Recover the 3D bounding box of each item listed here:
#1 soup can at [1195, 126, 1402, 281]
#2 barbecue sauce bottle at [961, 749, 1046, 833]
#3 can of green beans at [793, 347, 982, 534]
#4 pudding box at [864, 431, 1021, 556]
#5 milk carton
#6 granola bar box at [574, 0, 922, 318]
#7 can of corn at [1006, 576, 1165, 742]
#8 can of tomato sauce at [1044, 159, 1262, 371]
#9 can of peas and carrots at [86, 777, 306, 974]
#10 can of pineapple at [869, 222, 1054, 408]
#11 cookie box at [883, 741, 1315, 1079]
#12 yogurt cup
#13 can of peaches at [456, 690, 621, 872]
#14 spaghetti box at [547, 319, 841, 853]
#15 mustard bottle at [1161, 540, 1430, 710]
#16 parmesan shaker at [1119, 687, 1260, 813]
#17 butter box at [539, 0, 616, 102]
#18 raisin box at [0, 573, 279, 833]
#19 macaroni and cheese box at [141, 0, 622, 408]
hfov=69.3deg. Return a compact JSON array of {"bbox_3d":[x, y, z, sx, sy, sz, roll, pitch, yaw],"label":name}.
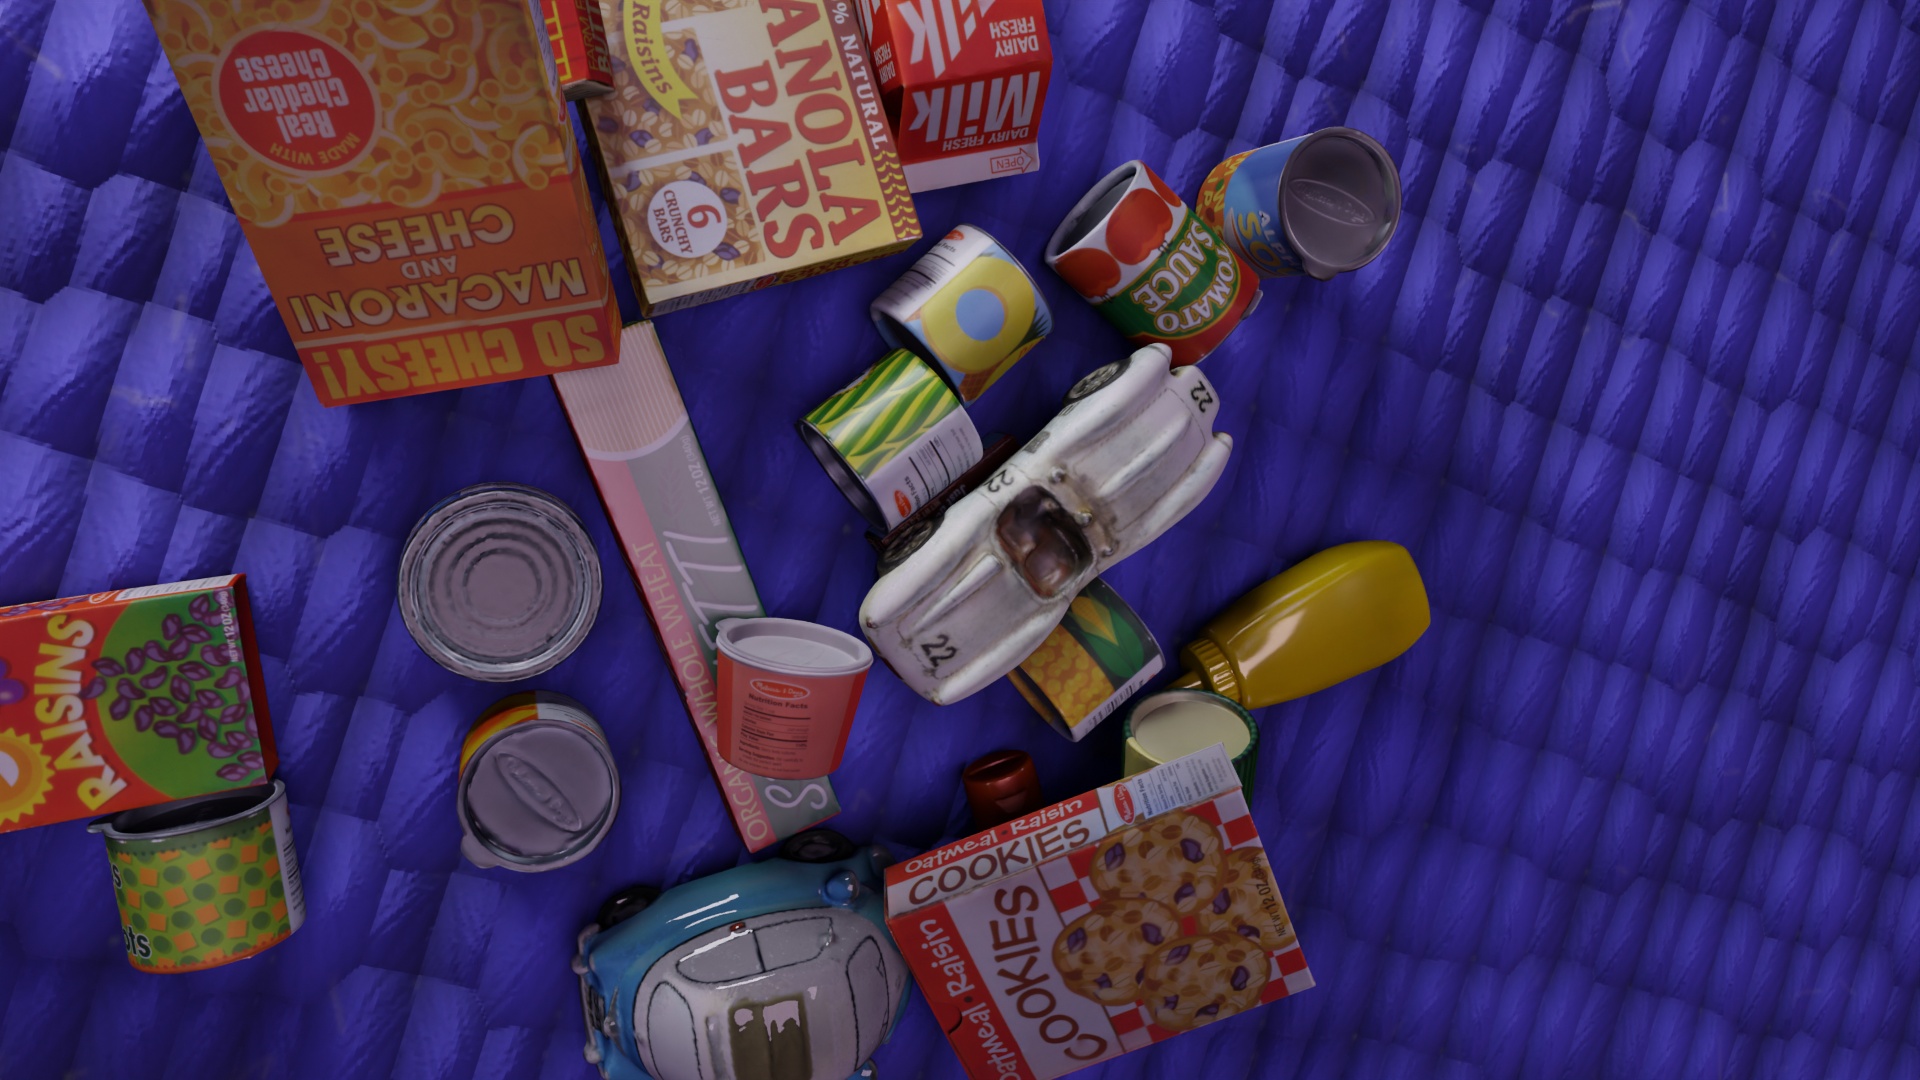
[{"bbox_3d":[0.162,-0.160,0.680,0.071,0.084,0.071,-2,97,-18],"label":"soup can"},{"bbox_3d":[0.038,0.179,0.698,0.065,0.044,0.148,-19,102,-10],"label":"barbecue sauce bottle"},{"bbox_3d":[-0.032,-0.046,0.636,0.058,0.071,0.071,-39,107,-11],"label":"can of green beans"},{"bbox_3d":[0.002,-0.008,0.671,0.084,0.030,0.049,-39,108,-11],"label":"pudding box"},{"bbox_3d":[-0.014,-0.254,0.615,0.072,0.073,0.190,-15,101,-17],"label":"milk carton"},{"bbox_3d":[-0.101,-0.191,0.598,0.124,0.039,0.165,-18,92,-16],"label":"granola bar box"},{"bbox_3d":[0.055,0.054,0.678,0.058,0.071,0.071,-40,107,-10],"label":"can of corn"},{"bbox_3d":[0.092,-0.131,0.667,0.083,0.071,0.071,40,83,-18],"label":"can of tomato sauce"},{"bbox_3d":[-0.308,0.135,0.563,0.071,0.071,0.058,-9,100,-18],"label":"can of peas and carrots"},{"bbox_3d":[0.001,-0.101,0.641,0.058,0.071,0.071,-43,108,-9],"label":"can of pineapple"},{"bbox_3d":[0.064,0.179,0.639,0.167,0.040,0.122,-22,115,5],"label":"cookie box"},{"bbox_3d":[-0.075,0.069,0.605,0.072,0.072,0.053,6,102,-19],"label":"yogurt cup"},{"bbox_3d":[-0.186,0.105,0.605,0.071,0.058,0.071,-3,98,-19],"label":"can of peaches"},{"bbox_3d":[-0.120,0.024,0.634,0.050,0.028,0.249,-23,103,-16],"label":"spaghetti box"},{"bbox_3d":[0.166,0.052,0.724,0.160,0.049,0.065,-22,100,-14],"label":"mustard bottle"},{"bbox_3d":[0.114,0.133,0.686,0.071,0.071,0.102,-11,122,-17],"label":"parmesan shaker"},{"bbox_3d":[-0.191,-0.196,0.557,0.103,0.024,0.053,-8,97,19],"label":"butter box"},{"bbox_3d":[-0.349,0.065,0.556,0.124,0.040,0.086,-9,100,-19],"label":"raisin box"},{"bbox_3d":[-0.208,-0.138,0.530,0.124,0.040,0.165,-9,130,-5],"label":"macaroni and cheese box"}]
